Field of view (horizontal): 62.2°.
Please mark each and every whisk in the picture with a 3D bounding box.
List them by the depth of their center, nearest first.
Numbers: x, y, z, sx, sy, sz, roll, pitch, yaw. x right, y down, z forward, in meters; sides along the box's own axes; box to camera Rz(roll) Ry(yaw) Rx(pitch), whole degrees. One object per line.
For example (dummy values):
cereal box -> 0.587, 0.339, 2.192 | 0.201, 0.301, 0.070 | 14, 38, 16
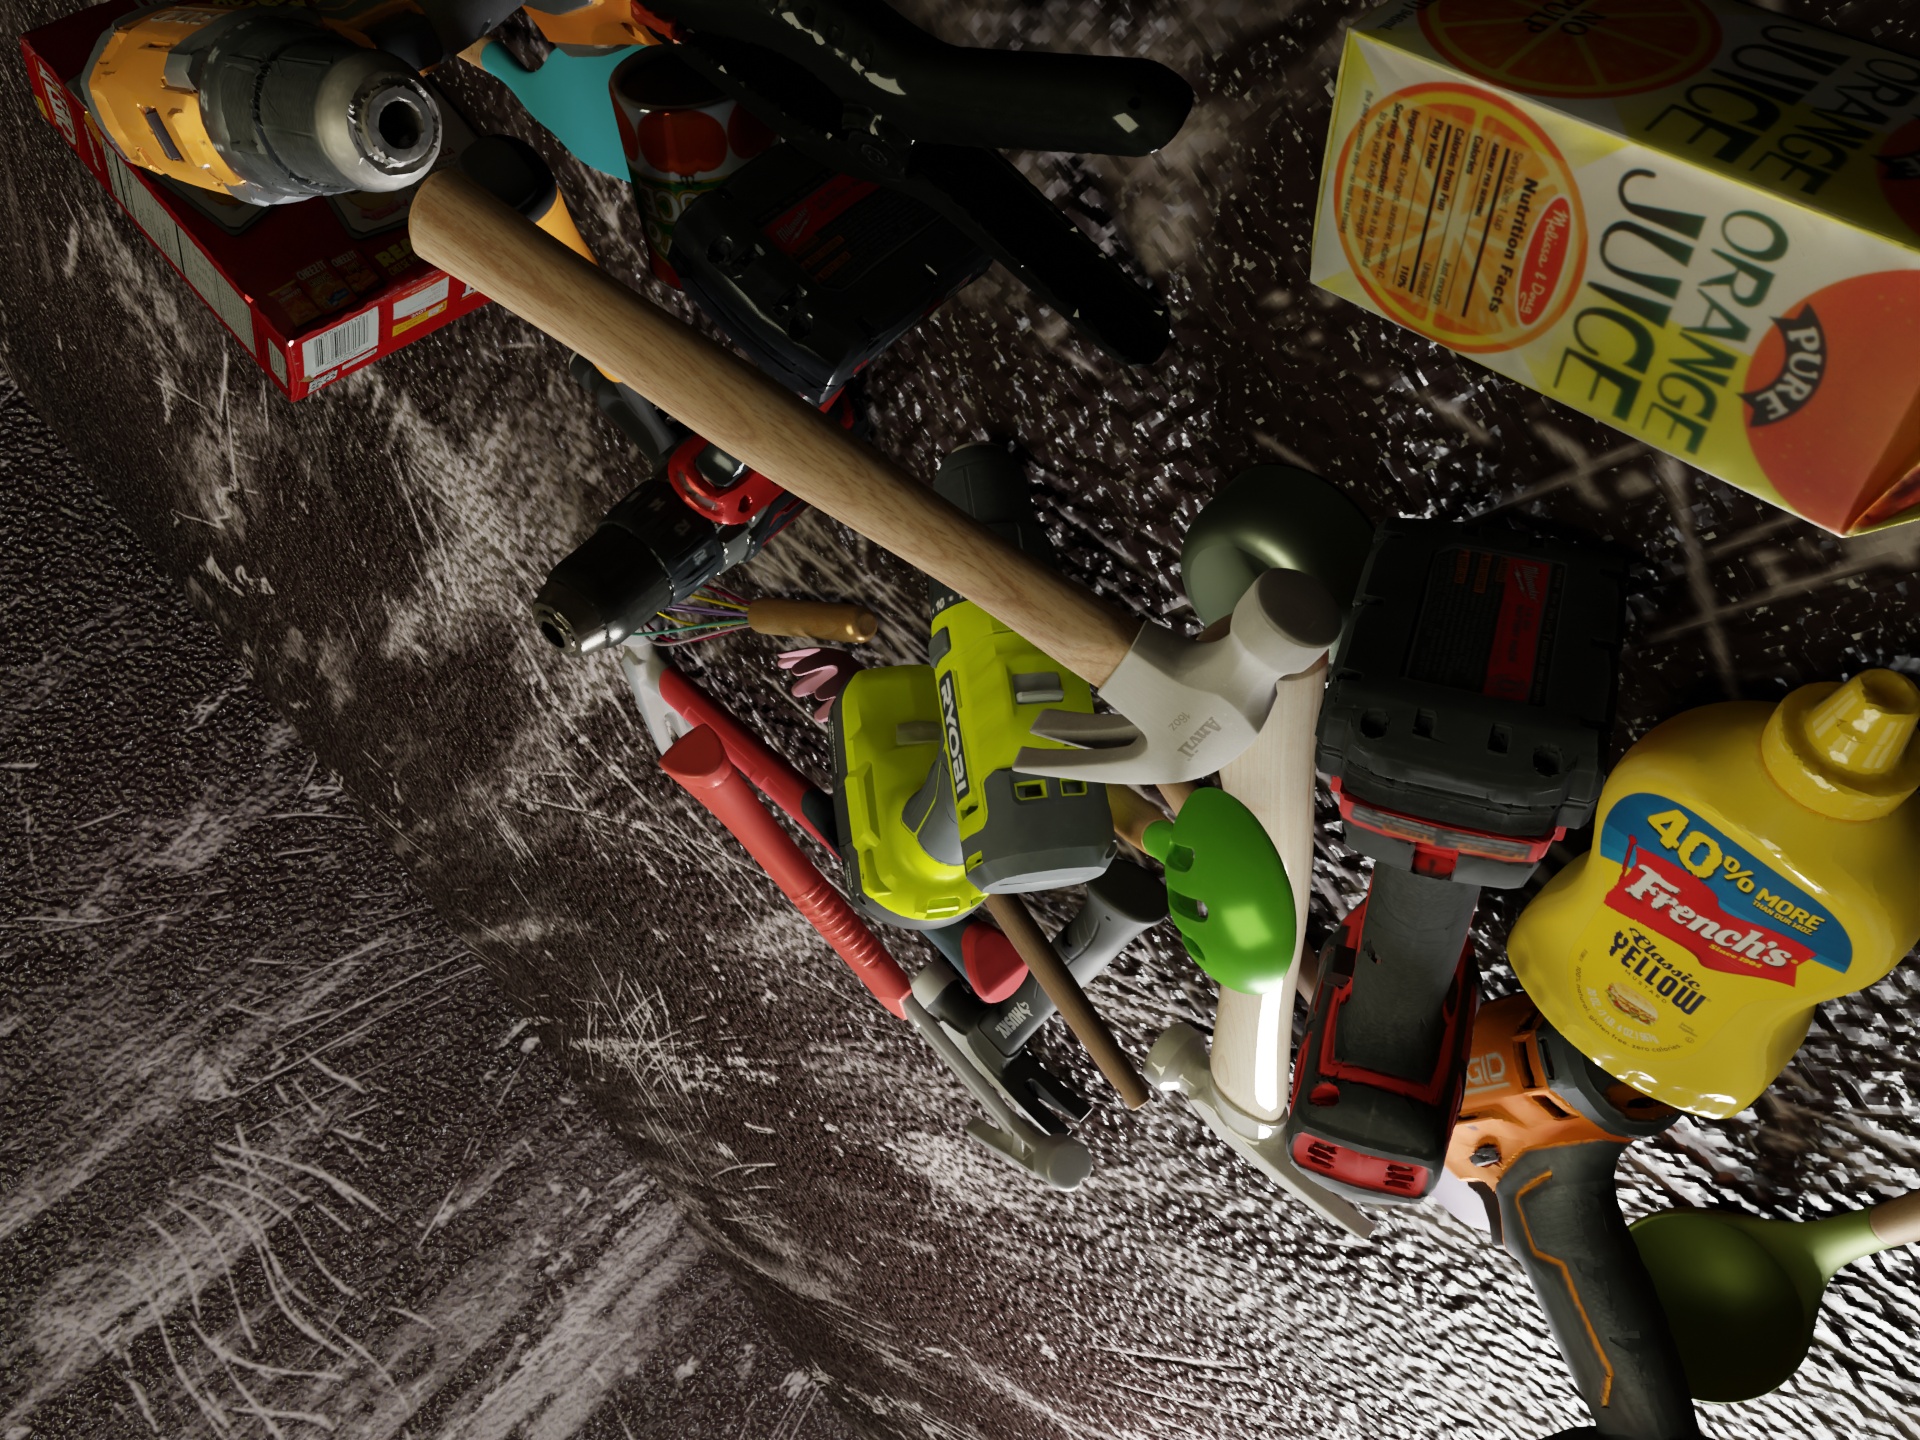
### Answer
whisk -> -0.134, -0.065, 0.948 | 0.245, 0.051, 0.047 | 9, 127, 48

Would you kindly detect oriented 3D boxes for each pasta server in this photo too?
pasta server -> 0.003, 0.083, 0.878 | 0.316, 0.040, 0.060 | 55, 169, 7

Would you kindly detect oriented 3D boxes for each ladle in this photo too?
ladle -> 0.326, 0.172, 0.538 | 0.078, 0.062, 0.320 | 52, 152, 17

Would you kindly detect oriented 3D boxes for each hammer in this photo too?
hammer -> -0.042, -0.083, 0.541 | 0.331, 0.031, 0.130 | 33, 142, 0
hammer -> 0.141, 0.102, 0.698 | 0.146, 0.038, 0.410 | 34, 154, 30
hammer -> -0.162, -0.172, 0.731 | 0.127, 0.034, 0.337 | 48, 175, 3
hammer -> 0.057, 0.161, 0.953 | 0.146, 0.035, 0.334 | 46, 153, 10
hammer -> -0.058, 0.147, 0.982 | 0.359, 0.037, 0.149 | 51, 163, -16
hammer -> -0.097, 0.062, 1.020 | 0.387, 0.038, 0.143 | 38, 152, 34

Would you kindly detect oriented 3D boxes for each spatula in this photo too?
spatula -> 0.168, 0.126, 0.758 | 0.316, 0.018, 0.060 | 54, 154, -10
spatula -> -0.230, -0.334, 0.776 | 0.318, 0.044, 0.082 | 38, 152, 31

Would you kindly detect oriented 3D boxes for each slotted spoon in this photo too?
slotted spoon -> 0.076, 0.046, 0.647 | 0.314, 0.031, 0.070 | -131, 33, -83

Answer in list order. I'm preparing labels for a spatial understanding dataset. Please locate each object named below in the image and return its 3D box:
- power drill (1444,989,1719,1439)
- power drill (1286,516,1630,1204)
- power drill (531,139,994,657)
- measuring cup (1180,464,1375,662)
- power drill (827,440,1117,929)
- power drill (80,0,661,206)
power drill -> 0.231, 0.224, 0.627 | 0.164, 0.084, 0.227 | 135, 131, -63
power drill -> 0.159, 0.049, 0.541 | 0.078, 0.143, 0.219 | 13, 133, 17
power drill -> -0.089, -0.125, 0.650 | 0.080, 0.188, 0.226 | 44, 149, 0
measuring cup -> 0.116, -0.024, 0.622 | 0.083, 0.038, 0.167 | 36, 148, 26
power drill -> -0.001, -0.002, 0.740 | 0.228, 0.080, 0.191 | 132, 132, -67
power drill -> -0.178, -0.253, 0.569 | 0.185, 0.226, 0.084 | 24, 144, 41
